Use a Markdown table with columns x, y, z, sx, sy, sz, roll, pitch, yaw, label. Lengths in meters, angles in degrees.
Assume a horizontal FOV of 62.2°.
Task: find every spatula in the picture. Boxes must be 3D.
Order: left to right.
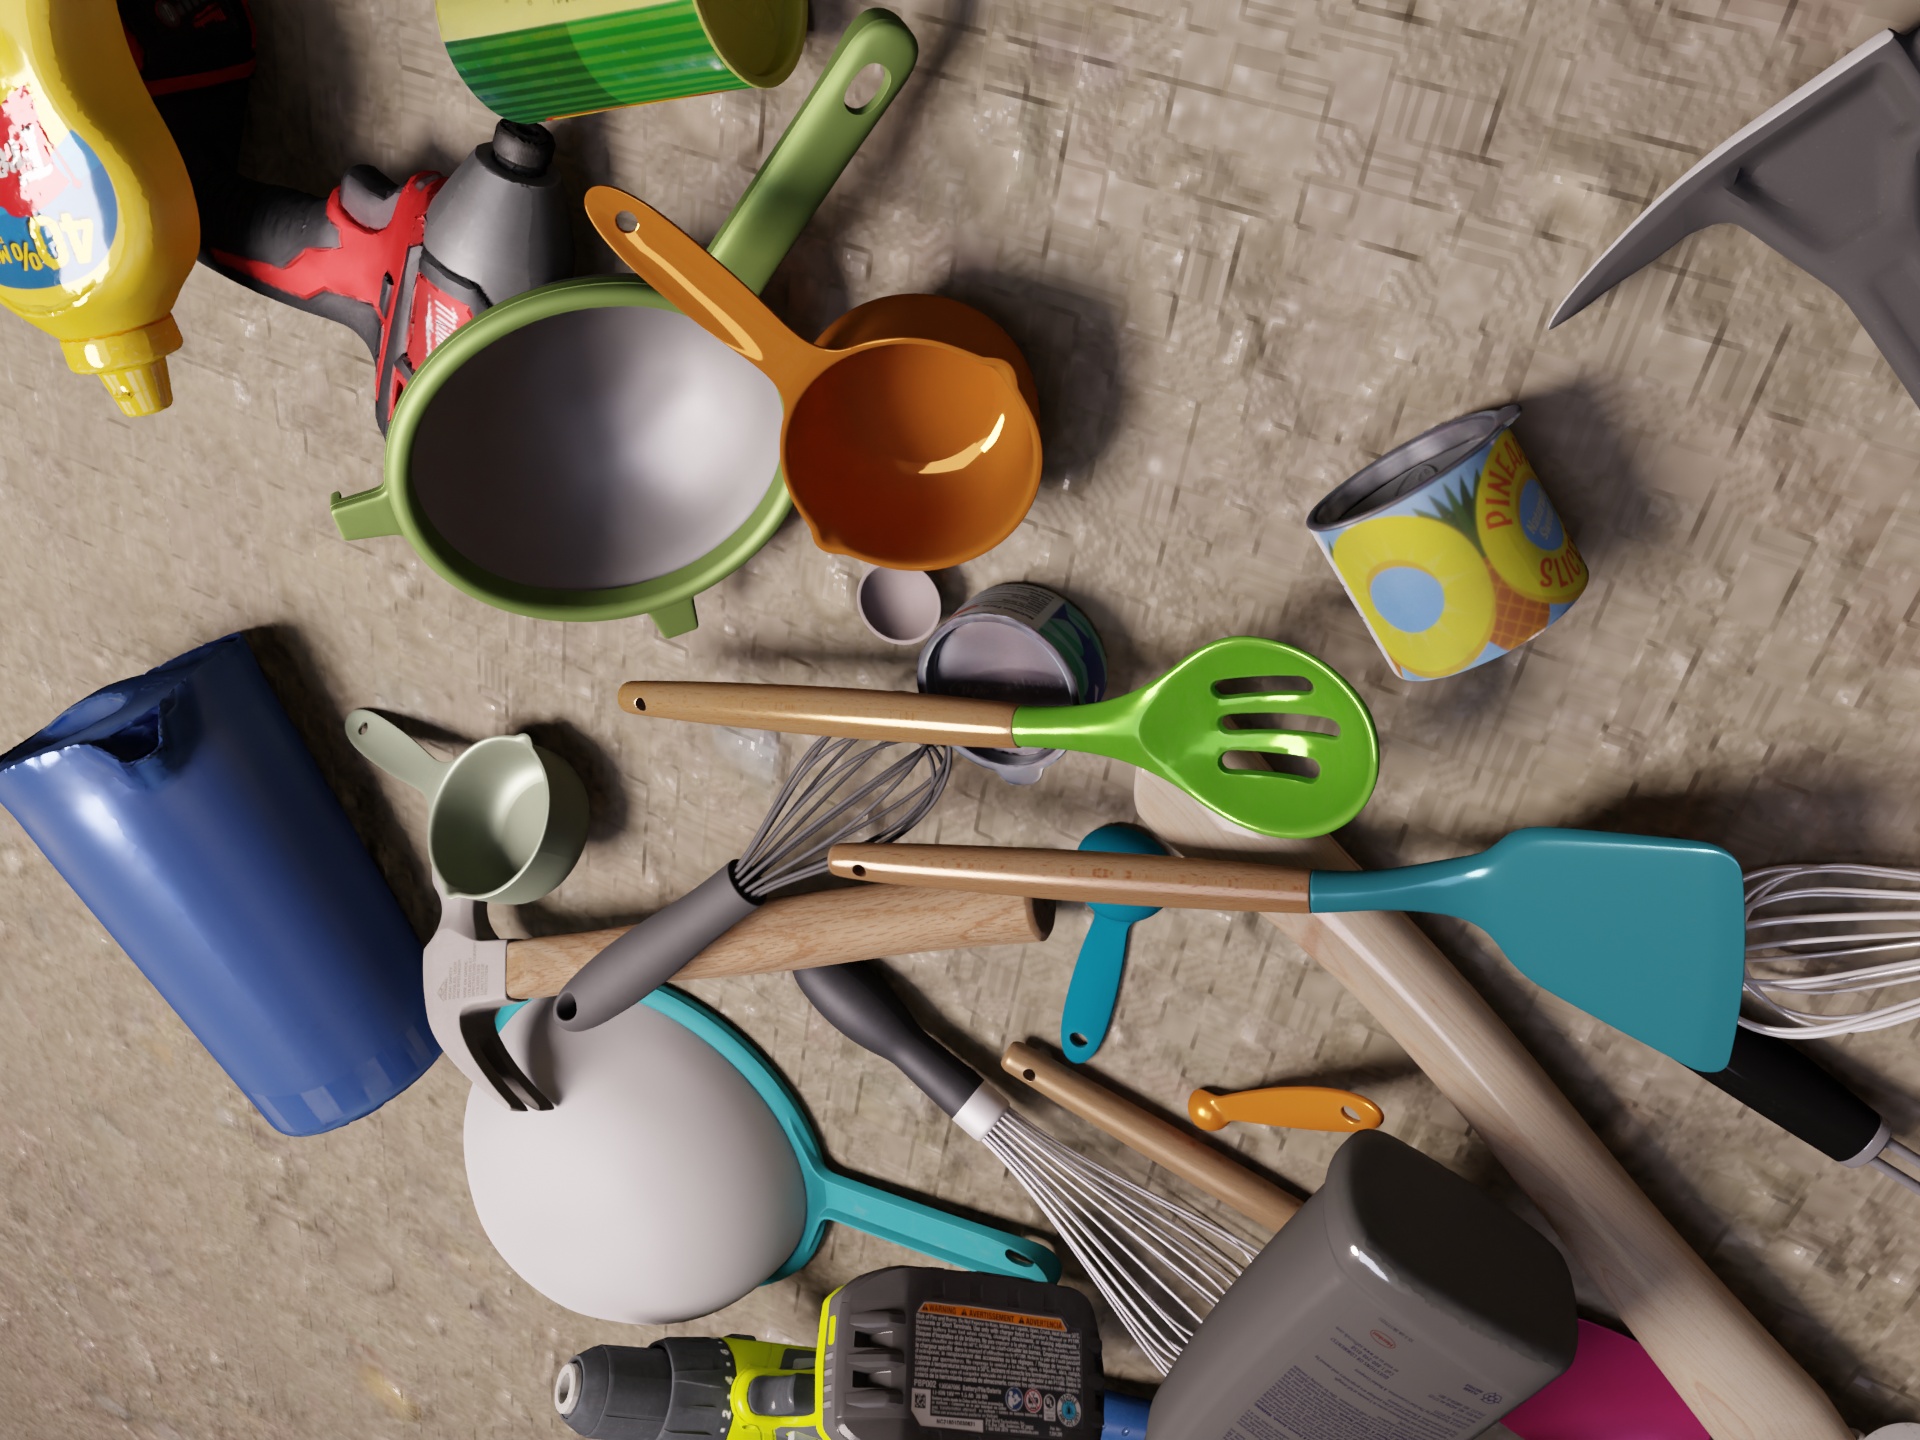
| x | y | z | sx | sy | sz | roll | pitch | yaw | label |
| --- | --- | --- | --- | --- | --- | --- | --- | --- | --- |
| 0.094 | 0.062 | 0.552 | 0.317 | 0.044 | 0.082 | 1 | 118 | 22 | spatula |

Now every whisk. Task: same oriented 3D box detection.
| x | y | z | sx | sy | sz | roll | pitch | yaw | label |
| --- | --- | --- | --- | --- | --- | --- | --- | --- | --- |
| -0.092 | 0.066 | 0.665 | 0.239 | 0.055 | 0.055 | -37 | 96 | 22 | whisk |
| 0.034 | 0.194 | 0.702 | 0.285 | 0.070 | 0.070 | 39 | 128 | 9 | whisk |
| 0.343 | 0.059 | 0.467 | 0.246 | 0.058 | 0.059 | -11 | 146 | 29 | whisk |

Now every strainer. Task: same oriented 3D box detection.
| x | y | z | sx | sy | sz | roll | pitch | yaw | label |
| --- | --- | --- | --- | --- | --- | --- | --- | --- | --- |
| -0.103 | -0.147 | 0.561 | 0.256 | 0.151 | 0.069 | -48 | 46 | 26 | strainer |
| -0.122 | 0.248 | 0.787 | 0.340 | 0.095 | 0.210 | 11 | 121 | 24 | strainer |

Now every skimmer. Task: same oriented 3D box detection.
| x | y | z | sx | sy | sz | roll | pitch | yaw | label |
| --- | --- | --- | --- | --- | --- | --- | --- | --- | --- |
| 0.343 | 0.186 | 0.503 | 0.363 | 0.090 | 0.127 | 33 | 128 | 10 | skimmer |

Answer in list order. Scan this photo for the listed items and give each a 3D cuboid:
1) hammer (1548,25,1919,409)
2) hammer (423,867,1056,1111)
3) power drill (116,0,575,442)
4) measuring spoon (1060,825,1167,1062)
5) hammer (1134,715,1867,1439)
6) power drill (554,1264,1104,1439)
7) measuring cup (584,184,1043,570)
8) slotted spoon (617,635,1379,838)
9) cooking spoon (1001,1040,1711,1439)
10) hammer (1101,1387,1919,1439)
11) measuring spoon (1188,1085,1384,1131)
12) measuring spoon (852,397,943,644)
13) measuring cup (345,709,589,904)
| x | y | z | sx | sy | sz | roll | pitch | yaw | label |
| --- | --- | --- | --- | --- | --- | --- | --- | --- | --- |
| 0.301 | -0.017 | 0.419 | 0.127 | 0.034 | 0.337 | -35 | 89 | 37 | hammer |
| -0.112 | 0.103 | 0.713 | 0.331 | 0.031 | 0.130 | -11 | 75 | 26 | hammer |
| -0.248 | -0.203 | 0.611 | 0.219 | 0.078 | 0.143 | 33 | 127 | 5 | power drill |
| 0.056 | 0.100 | 0.653 | 0.042 | 0.021 | 0.128 | 21 | 125 | 16 | measuring spoon |
| 0.218 | 0.148 | 0.582 | 0.410 | 0.038 | 0.146 | 49 | 121 | -2 | hammer |
| -0.062 | 0.311 | 0.737 | 0.190 | 0.080 | 0.228 | 20 | 146 | -30 | power drill |
| -0.047 | -0.125 | 0.529 | 0.173 | 0.052 | 0.095 | 37 | 121 | -21 | measuring cup |
| -0.001 | -0.002 | 0.580 | 0.314 | 0.031 | 0.070 | 4 | 112 | 29 | slotted spoon |
| 0.158 | 0.220 | 0.668 | 0.319 | 0.017 | 0.068 | 28 | 116 | 10 | cooking spoon |
| 0.198 | 0.321 | 0.649 | 0.405 | 0.035 | 0.144 | -12 | 111 | 44 | hammer |
| 0.124 | 0.156 | 0.627 | 0.021 | 0.011 | 0.117 | 54 | 151 | -6 | measuring spoon |
| -0.028 | -0.090 | 0.598 | 0.034 | 0.018 | 0.124 | -2 | 109 | 20 | measuring spoon |
| -0.239 | 0.032 | 0.762 | 0.168 | 0.038 | 0.083 | 26 | 89 | 36 | measuring cup |
